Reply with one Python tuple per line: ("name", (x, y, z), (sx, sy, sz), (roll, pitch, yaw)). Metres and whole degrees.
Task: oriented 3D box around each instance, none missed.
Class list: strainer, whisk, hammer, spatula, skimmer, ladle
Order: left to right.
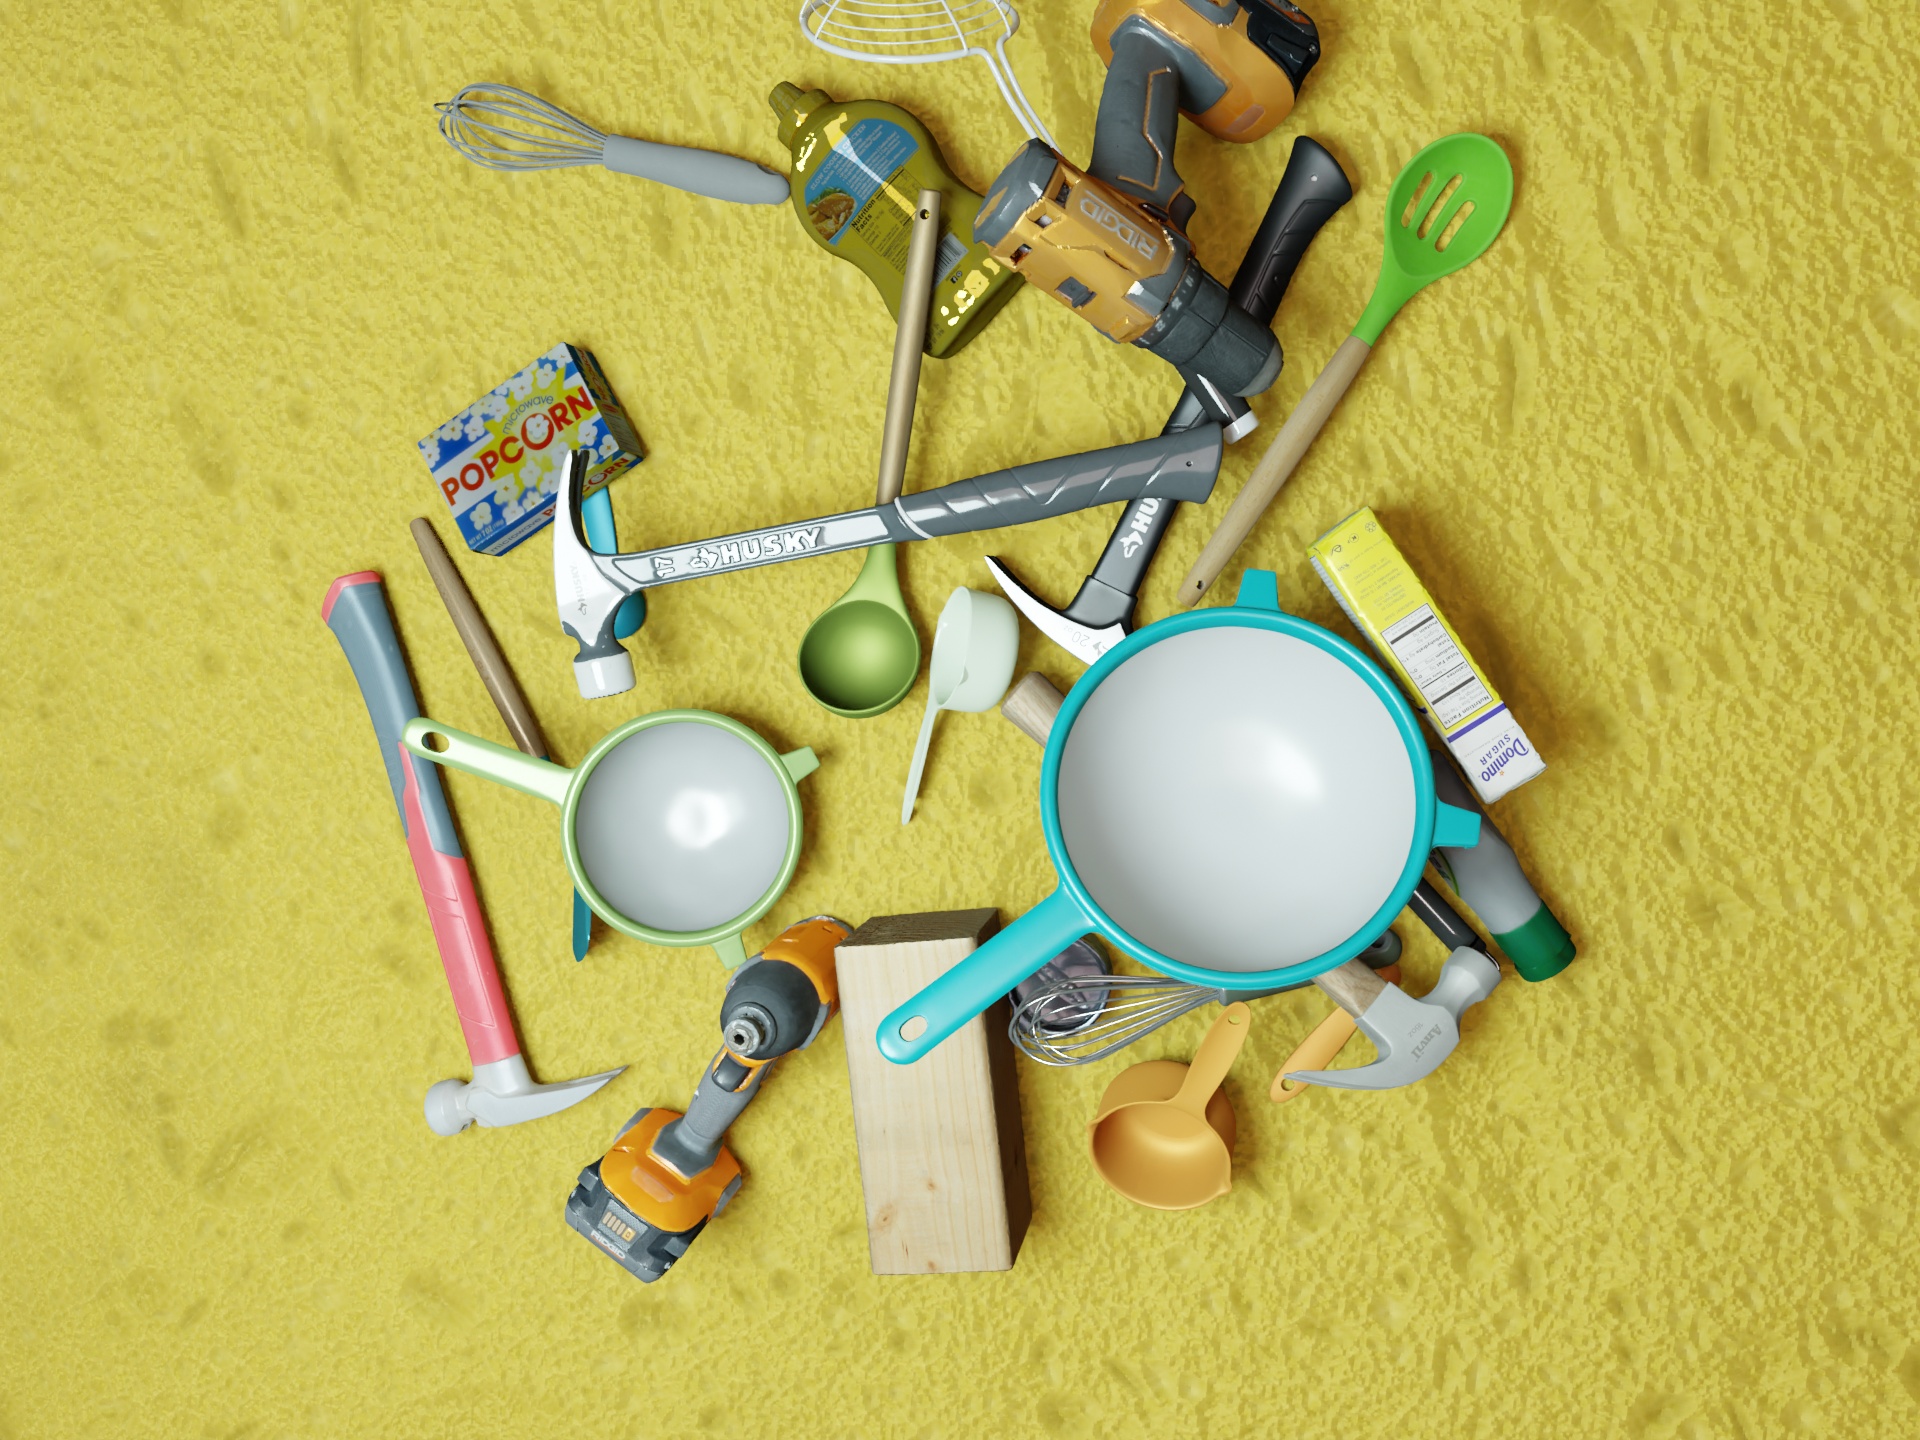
("hammer", (-0.343, 0.083, 1.078), (0.143, 0.038, 0.386), (-16, 91, 15))
("spatula", (-0.303, 0.008, 1.060), (0.044, 0.082, 0.317), (-26, 85, -23))
("strainer", (-0.227, 0.049, 1.019), (0.256, 0.069, 0.151), (20, 90, -6))
("whisk", (-0.223, -0.363, 1.013), (0.239, 0.055, 0.055), (15, 98, 6))
("hammer", (-0.048, -0.120, 0.936), (0.409, 0.036, 0.149), (-10, 98, 9))
("ladle", (-0.044, -0.154, 0.960), (0.078, 0.062, 0.320), (13, 109, 10))
("skimmer", (0.047, -0.305, 0.936), (0.363, 0.127, 0.090), (55, 146, -3))
("strainer", (0.100, 0.086, 0.888), (0.340, 0.095, 0.211), (-36, 75, -4))
("hammer", (0.139, -0.190, 0.961), (0.146, 0.035, 0.334), (27, 99, 7))
("whisk", (0.149, 0.162, 0.964), (0.246, 0.058, 0.059), (-13, 132, -3))
("hammer", (0.154, 0.091, 0.949), (0.331, 0.031, 0.130), (41, 73, 10))
("strainer", (0.238, 0.060, 0.962), (0.087, 0.050, 0.258), (-43, 89, -3))

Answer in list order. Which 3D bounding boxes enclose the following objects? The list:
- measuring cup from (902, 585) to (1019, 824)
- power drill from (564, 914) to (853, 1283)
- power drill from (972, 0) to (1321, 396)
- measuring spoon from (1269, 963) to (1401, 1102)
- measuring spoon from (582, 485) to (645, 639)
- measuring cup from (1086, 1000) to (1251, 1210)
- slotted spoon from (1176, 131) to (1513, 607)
("measuring cup", (-0.002, -0.003, 0.999), (0.038, 0.083, 0.167), (9, 117, -16))
("power drill", (-0.152, 0.234, 0.993), (0.084, 0.164, 0.226), (35, 103, 6))
("power drill", (0.125, -0.302, 0.878), (0.185, 0.084, 0.226), (30, 68, -17))
("measuring spoon", (0.232, 0.195, 0.988), (0.021, 0.011, 0.117), (40, 101, 6))
("measuring spoon", (-0.239, -0.117, 1.049), (0.042, 0.021, 0.128), (-10, 93, 12))
("measuring cup", (0.140, 0.219, 0.962), (0.095, 0.052, 0.173), (23, 121, 4))
("slotted spoon", (0.217, -0.200, 0.930), (0.070, 0.031, 0.314), (32, 94, -13))
